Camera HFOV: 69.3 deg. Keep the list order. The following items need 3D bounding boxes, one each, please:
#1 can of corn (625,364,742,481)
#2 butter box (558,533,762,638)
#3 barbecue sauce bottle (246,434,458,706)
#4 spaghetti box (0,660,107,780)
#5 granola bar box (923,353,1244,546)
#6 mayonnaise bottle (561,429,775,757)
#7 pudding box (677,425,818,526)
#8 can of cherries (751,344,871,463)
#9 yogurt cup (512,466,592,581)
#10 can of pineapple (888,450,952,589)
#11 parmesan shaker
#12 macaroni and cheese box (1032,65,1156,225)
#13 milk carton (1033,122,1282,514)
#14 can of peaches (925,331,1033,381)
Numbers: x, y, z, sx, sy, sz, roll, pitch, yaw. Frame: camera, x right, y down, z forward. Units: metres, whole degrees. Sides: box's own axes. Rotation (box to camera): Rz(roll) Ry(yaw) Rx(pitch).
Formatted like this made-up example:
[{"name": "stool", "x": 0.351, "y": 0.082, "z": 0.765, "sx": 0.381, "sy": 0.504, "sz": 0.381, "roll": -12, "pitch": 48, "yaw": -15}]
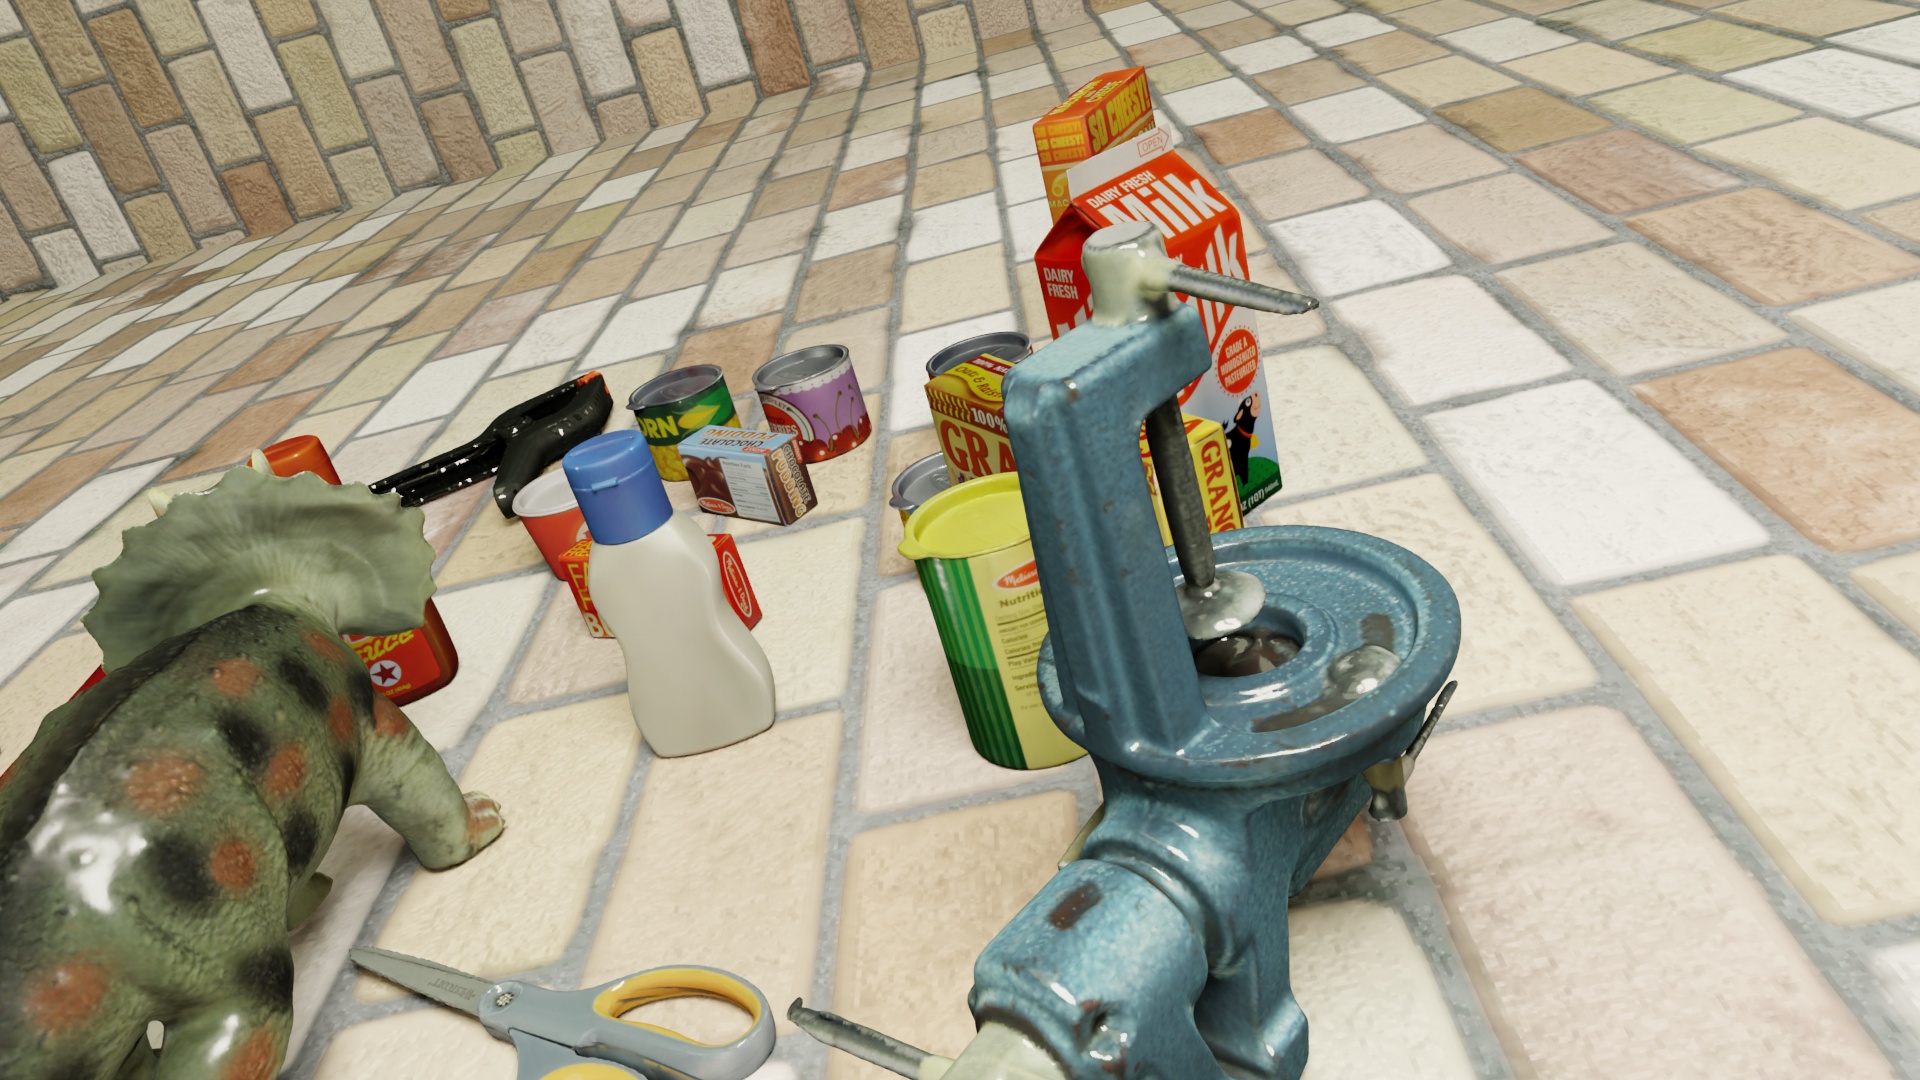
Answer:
[{"name": "can of corn", "x": -0.186, "y": -0.079, "z": 0.943, "sx": 0.071, "sy": 0.058, "sz": 0.071, "roll": -13, "pitch": 26, "yaw": 7}, {"name": "butter box", "x": -0.159, "y": 0.025, "z": 0.733, "sx": 0.103, "sy": 0.053, "sz": 0.024, "roll": -1, "pitch": 30, "yaw": 27}, {"name": "barbecue sauce bottle", "x": -0.322, "y": 0.018, "z": 0.729, "sx": 0.065, "sy": 0.148, "sz": 0.044, "roll": -19, "pitch": 26, "yaw": -6}, {"name": "spaghetti box", "x": -0.452, "y": 0.123, "z": 0.708, "sx": 0.029, "sy": 0.050, "sz": 0.251, "roll": -16, "pitch": 26, "yaw": 1}, {"name": "granola bar box", "x": 0.055, "y": -0.005, "z": 0.591, "sx": 0.039, "sy": 0.123, "sz": 0.166, "roll": -28, "pitch": 29, "yaw": -23}, {"name": "mayonnaise bottle", "x": -0.131, "y": 0.024, "z": 0.612, "sx": 0.065, "sy": 0.147, "sz": 0.041, "roll": -15, "pitch": 26, "yaw": 2}, {"name": "pudding box", "x": -0.131, "y": -0.041, "z": 0.848, "sx": 0.083, "sy": 0.049, "sz": 0.030, "roll": 9, "pitch": 35, "yaw": 40}, {"name": "can of cherries", "x": -0.099, "y": -0.089, "z": 0.914, "sx": 0.071, "sy": 0.058, "sz": 0.072, "roll": -13, "pitch": 26, "yaw": 7}, {"name": "yogurt cup", "x": -0.229, "y": -0.011, "z": 0.840, "sx": 0.072, "sy": 0.053, "sz": 0.073, "roll": -13, "pitch": 26, "yaw": 7}, {"name": "can of pineapple", "x": 0.003, "y": -0.009, "z": 0.703, "sx": 0.071, "sy": 0.057, "sz": 0.071, "roll": -13, "pitch": 26, "yaw": 7}, {"name": "parmesan shaker", "x": 0.020, "y": 0.034, "z": 0.560, "sx": 0.071, "sy": 0.102, "sz": 0.071, "roll": -13, "pitch": 26, "yaw": 7}, {"name": "macaroni and cheese box", "x": 0.102, "y": -0.216, "z": 0.928, "sx": 0.040, "sy": 0.165, "sz": 0.124, "roll": -1, "pitch": 30, "yaw": 29}, {"name": "milk carton", "x": 0.095, "y": -0.100, "z": 0.679, "sx": 0.072, "sy": 0.189, "sz": 0.073, "roll": -32, "pitch": 30, "yaw": -30}, {"name": "can of peaches", "x": 0.019, "y": -0.088, "z": 0.847, "sx": 0.071, "sy": 0.057, "sz": 0.071, "roll": -13, "pitch": 26, "yaw": 7}]
